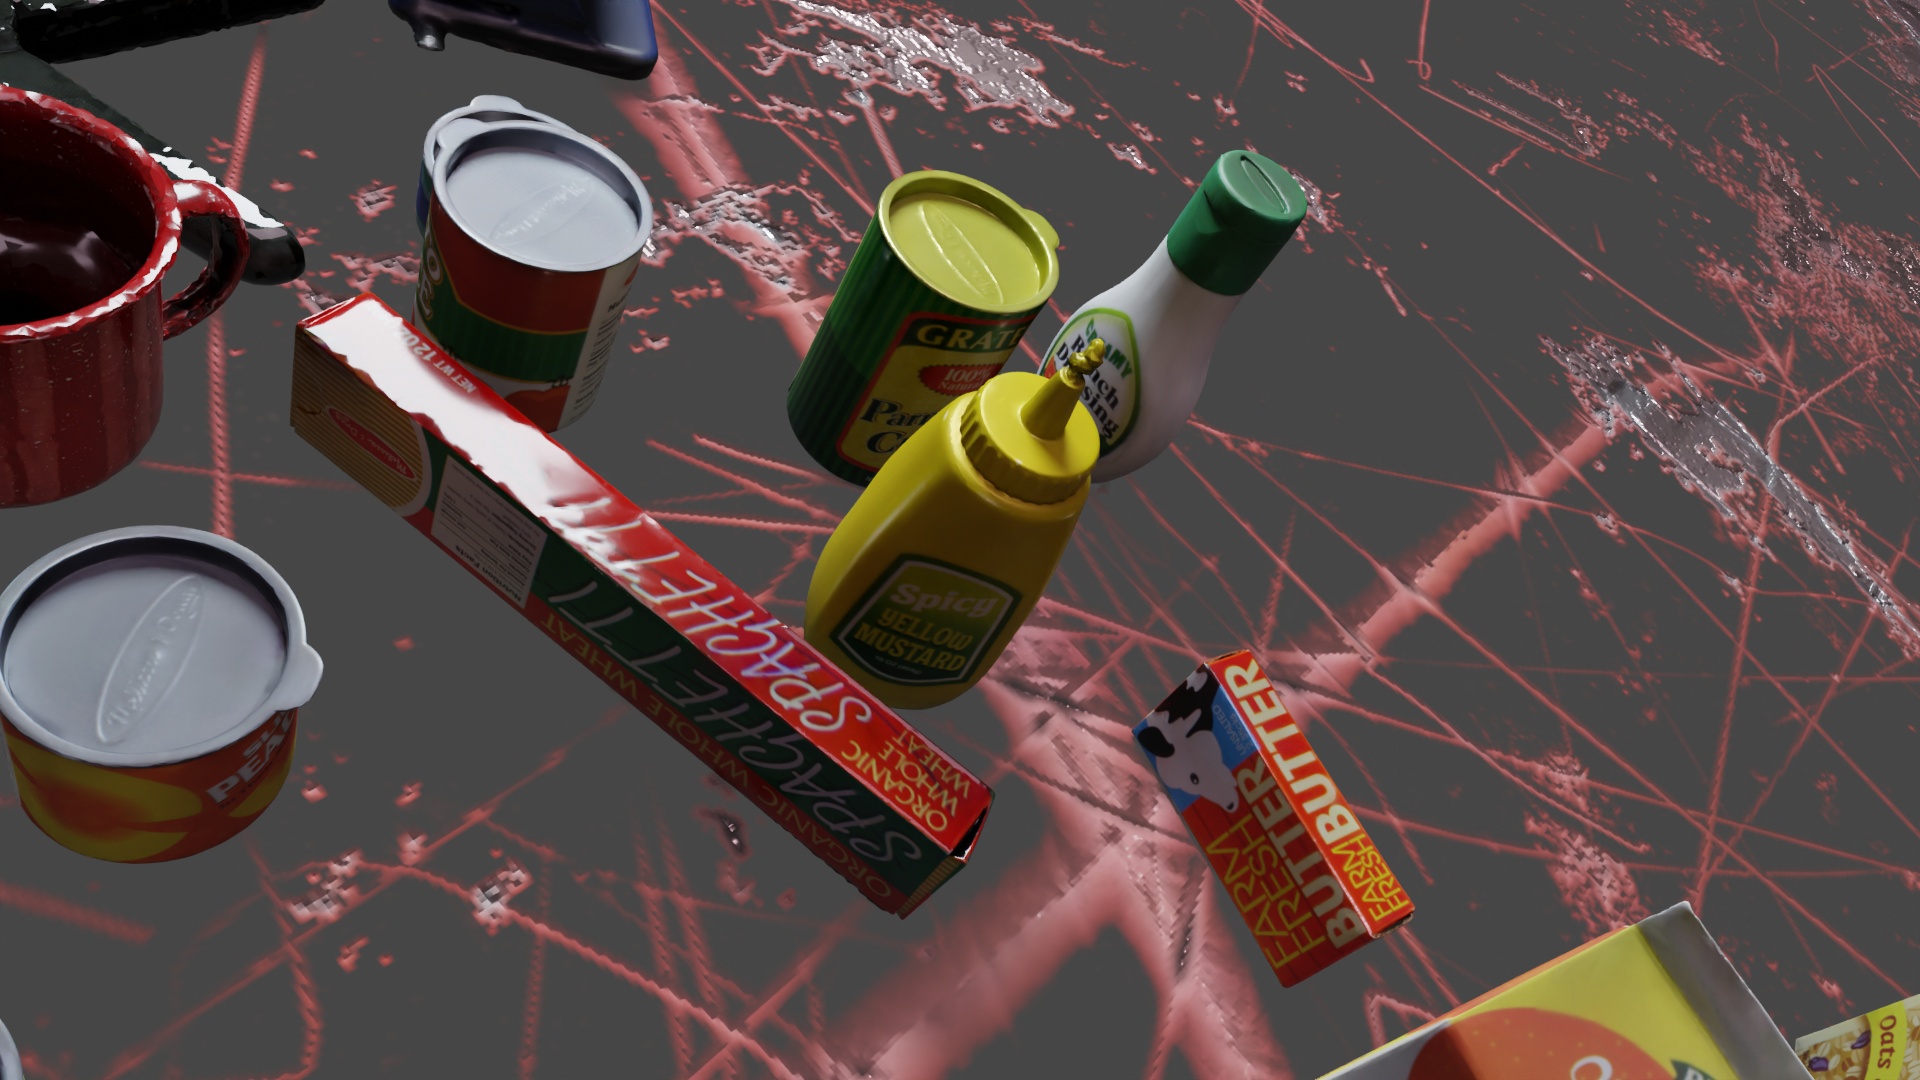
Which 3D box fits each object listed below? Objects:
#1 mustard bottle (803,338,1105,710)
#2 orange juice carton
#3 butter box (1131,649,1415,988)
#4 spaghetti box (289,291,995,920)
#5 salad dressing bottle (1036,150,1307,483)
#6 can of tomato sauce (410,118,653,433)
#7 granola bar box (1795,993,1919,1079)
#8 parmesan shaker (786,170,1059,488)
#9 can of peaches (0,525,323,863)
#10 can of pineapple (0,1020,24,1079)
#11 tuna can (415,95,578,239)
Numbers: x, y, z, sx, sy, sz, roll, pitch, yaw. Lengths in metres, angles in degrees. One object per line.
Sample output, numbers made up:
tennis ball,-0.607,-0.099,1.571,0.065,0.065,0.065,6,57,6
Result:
mustard bottle,0.002,-0.005,0.421,0.065,0.159,0.049,19,48,-15
orange juice carton,0.127,0.155,0.340,0.073,0.191,0.072,-10,60,-34
butter box,0.104,0.094,0.472,0.024,0.052,0.104,-13,62,-35
spaghetti box,-0.099,0.021,0.422,0.250,0.050,0.029,38,46,4
salad dressing bottle,0.076,-0.082,0.530,0.044,0.147,0.064,-12,62,-35
can of tomato sauce,-0.146,-0.085,0.458,0.071,0.082,0.071,15,49,-18
granola bar box,0.330,0.220,0.445,0.039,0.123,0.166,36,46,2
parmesan shaker,-0.014,-0.073,0.506,0.071,0.102,0.072,15,49,-18
can of peaches,-0.199,0.040,0.347,0.071,0.057,0.071,15,49,-18
can of pineapple,-0.219,0.124,0.271,0.071,0.057,0.071,15,49,-18
tuna can,-0.167,-0.129,0.516,0.071,0.032,0.071,15,49,-18
